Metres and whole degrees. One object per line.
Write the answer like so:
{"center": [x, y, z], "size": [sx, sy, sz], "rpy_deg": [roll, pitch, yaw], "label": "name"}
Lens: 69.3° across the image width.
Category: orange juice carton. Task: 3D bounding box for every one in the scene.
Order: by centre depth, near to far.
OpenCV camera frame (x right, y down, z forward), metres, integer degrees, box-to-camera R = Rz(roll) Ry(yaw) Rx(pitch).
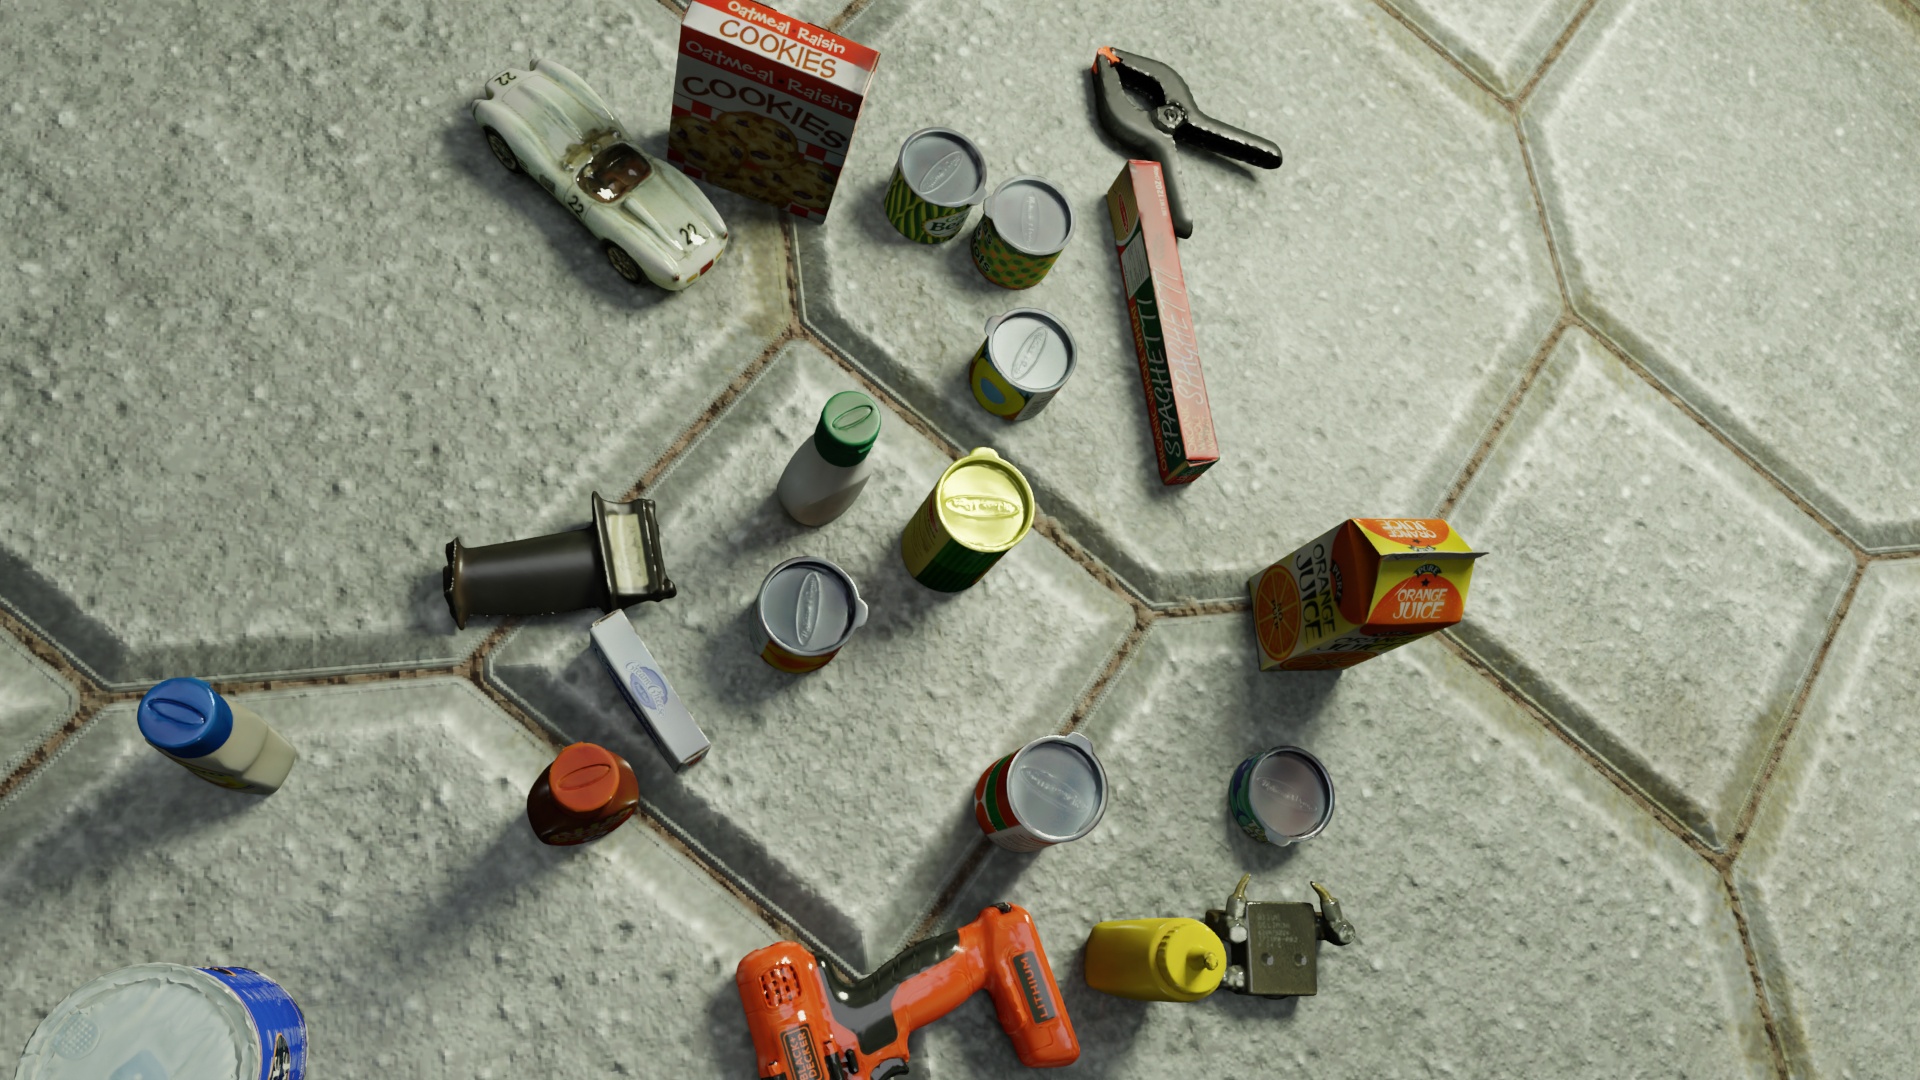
{"center": [0.273, 0.035, 0.942], "size": [0.072, 0.192, 0.073], "rpy_deg": [1, 73, -15], "label": "orange juice carton"}

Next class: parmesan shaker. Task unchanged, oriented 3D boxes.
{"center": [0.003, -0.012, 0.931], "size": [0.071, 0.102, 0.071], "rpy_deg": [5, 72, -14], "label": "parmesan shaker"}

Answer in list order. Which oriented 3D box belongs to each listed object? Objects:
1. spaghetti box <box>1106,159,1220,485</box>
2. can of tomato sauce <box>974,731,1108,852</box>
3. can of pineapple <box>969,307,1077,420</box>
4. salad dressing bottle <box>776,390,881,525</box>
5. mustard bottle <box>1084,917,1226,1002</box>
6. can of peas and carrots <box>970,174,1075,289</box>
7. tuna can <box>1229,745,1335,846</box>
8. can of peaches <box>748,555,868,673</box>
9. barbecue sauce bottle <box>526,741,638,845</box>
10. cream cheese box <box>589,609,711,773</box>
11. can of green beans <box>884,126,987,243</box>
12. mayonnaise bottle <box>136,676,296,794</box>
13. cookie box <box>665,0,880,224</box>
{"center": [0.151, -0.166, 1.051], "size": [0.029, 0.050, 0.250], "rpy_deg": [-4, 74, -16], "label": "spaghetti box"}
{"center": [0.051, 0.163, 0.898], "size": [0.071, 0.082, 0.071], "rpy_deg": [5, 72, -14], "label": "can of tomato sauce"}
{"center": [0.043, -0.128, 1.005], "size": [0.071, 0.057, 0.071], "rpy_deg": [5, 72, -14], "label": "can of pineapple"}
{"center": [-0.082, -0.052, 0.897], "size": [0.064, 0.147, 0.044], "rpy_deg": [-29, 82, -21], "label": "salad dressing bottle"}
{"center": [0.125, 0.256, 0.847], "size": [0.065, 0.159, 0.049], "rpy_deg": [12, 70, -11], "label": "mustard bottle"}
{"center": [0.044, -0.230, 1.038], "size": [0.071, 0.058, 0.071], "rpy_deg": [5, 72, -14], "label": "can of peas and carrots"}
{"center": [0.223, 0.180, 0.967], "size": [0.071, 0.032, 0.071], "rpy_deg": [5, 71, -14], "label": "tuna can"}
{"center": [-0.101, 0.050, 0.907], "size": [0.071, 0.058, 0.071], "rpy_deg": [5, 72, -14], "label": "can of peaches"}
{"center": [-0.216, 0.145, 0.795], "size": [0.065, 0.148, 0.044], "rpy_deg": [-18, 79, -20], "label": "barbecue sauce bottle"}
{"center": [-0.195, 0.096, 0.868], "size": [0.024, 0.053, 0.104], "rpy_deg": [-33, 83, -22], "label": "cream cheese box"}
{"center": [-0.020, -0.263, 1.031], "size": [0.071, 0.057, 0.071], "rpy_deg": [5, 72, -14], "label": "can of green beans"}
{"center": [-0.408, 0.106, 0.755], "size": [0.065, 0.147, 0.041], "rpy_deg": [21, 69, -8], "label": "mayonnaise bottle"}
{"center": [-0.133, -0.294, 0.951], "size": [0.123, 0.167, 0.040], "rpy_deg": [19, 69, -9], "label": "cookie box"}
